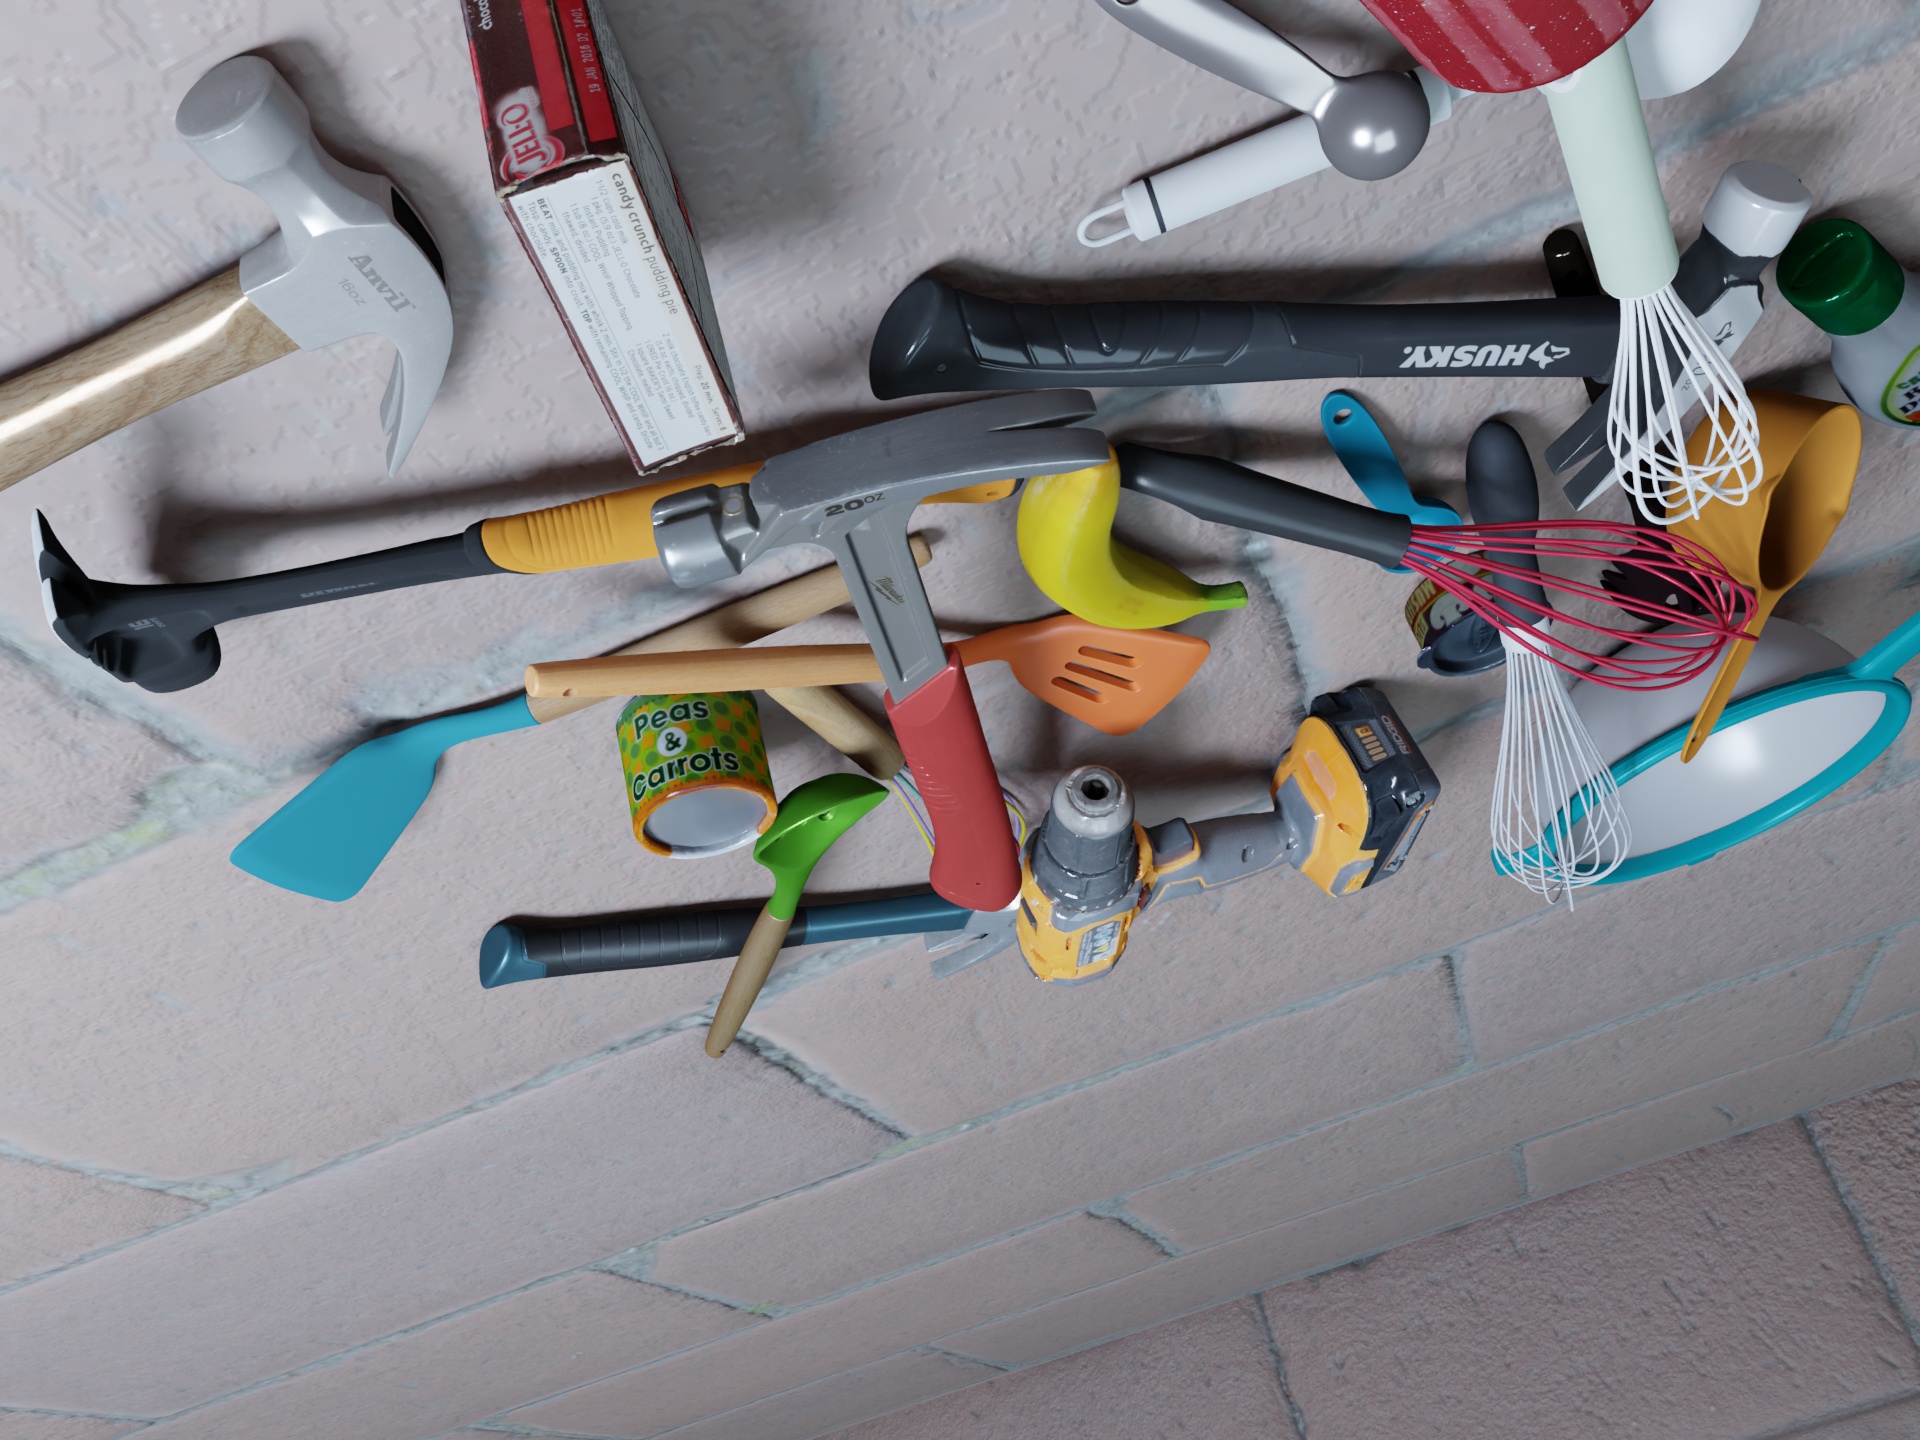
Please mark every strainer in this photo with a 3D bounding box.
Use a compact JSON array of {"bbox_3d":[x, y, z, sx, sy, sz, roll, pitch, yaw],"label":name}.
[{"bbox_3d":[0.160,-0.203,0.514,0.258,0.050,0.086,-19,153,11],"label":"strainer"},{"bbox_3d":[0.440,-0.033,0.865,0.211,0.095,0.340,1,143,-30],"label":"strainer"}]

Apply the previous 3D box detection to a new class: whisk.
[{"bbox_3d":[0.233,-0.147,0.540,0.059,0.058,0.246,-46,136,-1],"label":"whisk"},{"bbox_3d":[0.276,-0.020,0.768,0.070,0.070,0.284,-19,123,5],"label":"whisk"},{"bbox_3d":[0.201,-0.070,0.668,0.295,0.073,0.073,14,142,-10],"label":"whisk"},{"bbox_3d":[-0.028,0.032,0.803,0.047,0.051,0.244,-21,146,19],"label":"whisk"}]

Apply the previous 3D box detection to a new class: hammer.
[{"bbox_3d":[-0.136,-0.069,0.564,0.337,0.034,0.127,-13,173,-13],"label":"hammer"},{"bbox_3d":[-0.105,0.119,0.915,0.331,0.033,0.128,-4,146,-20],"label":"hammer"},{"bbox_3d":[0.133,-0.136,0.590,0.334,0.035,0.146,-4,143,-12],"label":"hammer"},{"bbox_3d":[-0.001,-0.002,0.661,0.149,0.037,0.358,-13,151,3],"label":"hammer"},{"bbox_3d":[-0.309,-0.082,0.497,0.331,0.031,0.129,-22,148,10],"label":"hammer"}]

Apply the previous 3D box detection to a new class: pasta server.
[{"bbox_3d":[0.304,-0.122,0.726,0.060,0.040,0.315,-28,143,19],"label":"pasta server"}]

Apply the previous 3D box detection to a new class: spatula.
[{"bbox_3d":[-0.031,-0.018,0.694,0.322,0.041,0.081,-5,149,-36],"label":"spatula"},{"bbox_3d":[-0.156,-0.005,0.681,0.317,0.044,0.082,-22,156,7],"label":"spatula"}]

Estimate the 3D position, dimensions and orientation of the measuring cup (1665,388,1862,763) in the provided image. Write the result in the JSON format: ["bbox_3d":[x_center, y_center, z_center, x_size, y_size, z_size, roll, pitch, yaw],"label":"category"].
[{"bbox_3d":[0.350,-0.068,0.734,0.095,0.052,0.173,-1,115,-44],"label":"measuring cup"}]

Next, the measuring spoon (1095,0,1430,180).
[{"bbox_3d":[0.091,-0.196,0.480,0.124,0.018,0.034,19,132,-20],"label":"measuring spoon"}]

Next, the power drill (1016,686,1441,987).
[{"bbox_3d":[0.138,0.056,0.855,0.226,0.084,0.185,-18,150,-11],"label":"power drill"}]

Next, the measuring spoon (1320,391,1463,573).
[{"bbox_3d":[0.185,-0.110,0.704,0.042,0.021,0.128,-29,138,19],"label":"measuring spoon"}]

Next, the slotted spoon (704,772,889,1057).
[{"bbox_3d":[-0.104,0.113,0.850,0.070,0.031,0.313,-20,155,-32],"label":"slotted spoon"}]
